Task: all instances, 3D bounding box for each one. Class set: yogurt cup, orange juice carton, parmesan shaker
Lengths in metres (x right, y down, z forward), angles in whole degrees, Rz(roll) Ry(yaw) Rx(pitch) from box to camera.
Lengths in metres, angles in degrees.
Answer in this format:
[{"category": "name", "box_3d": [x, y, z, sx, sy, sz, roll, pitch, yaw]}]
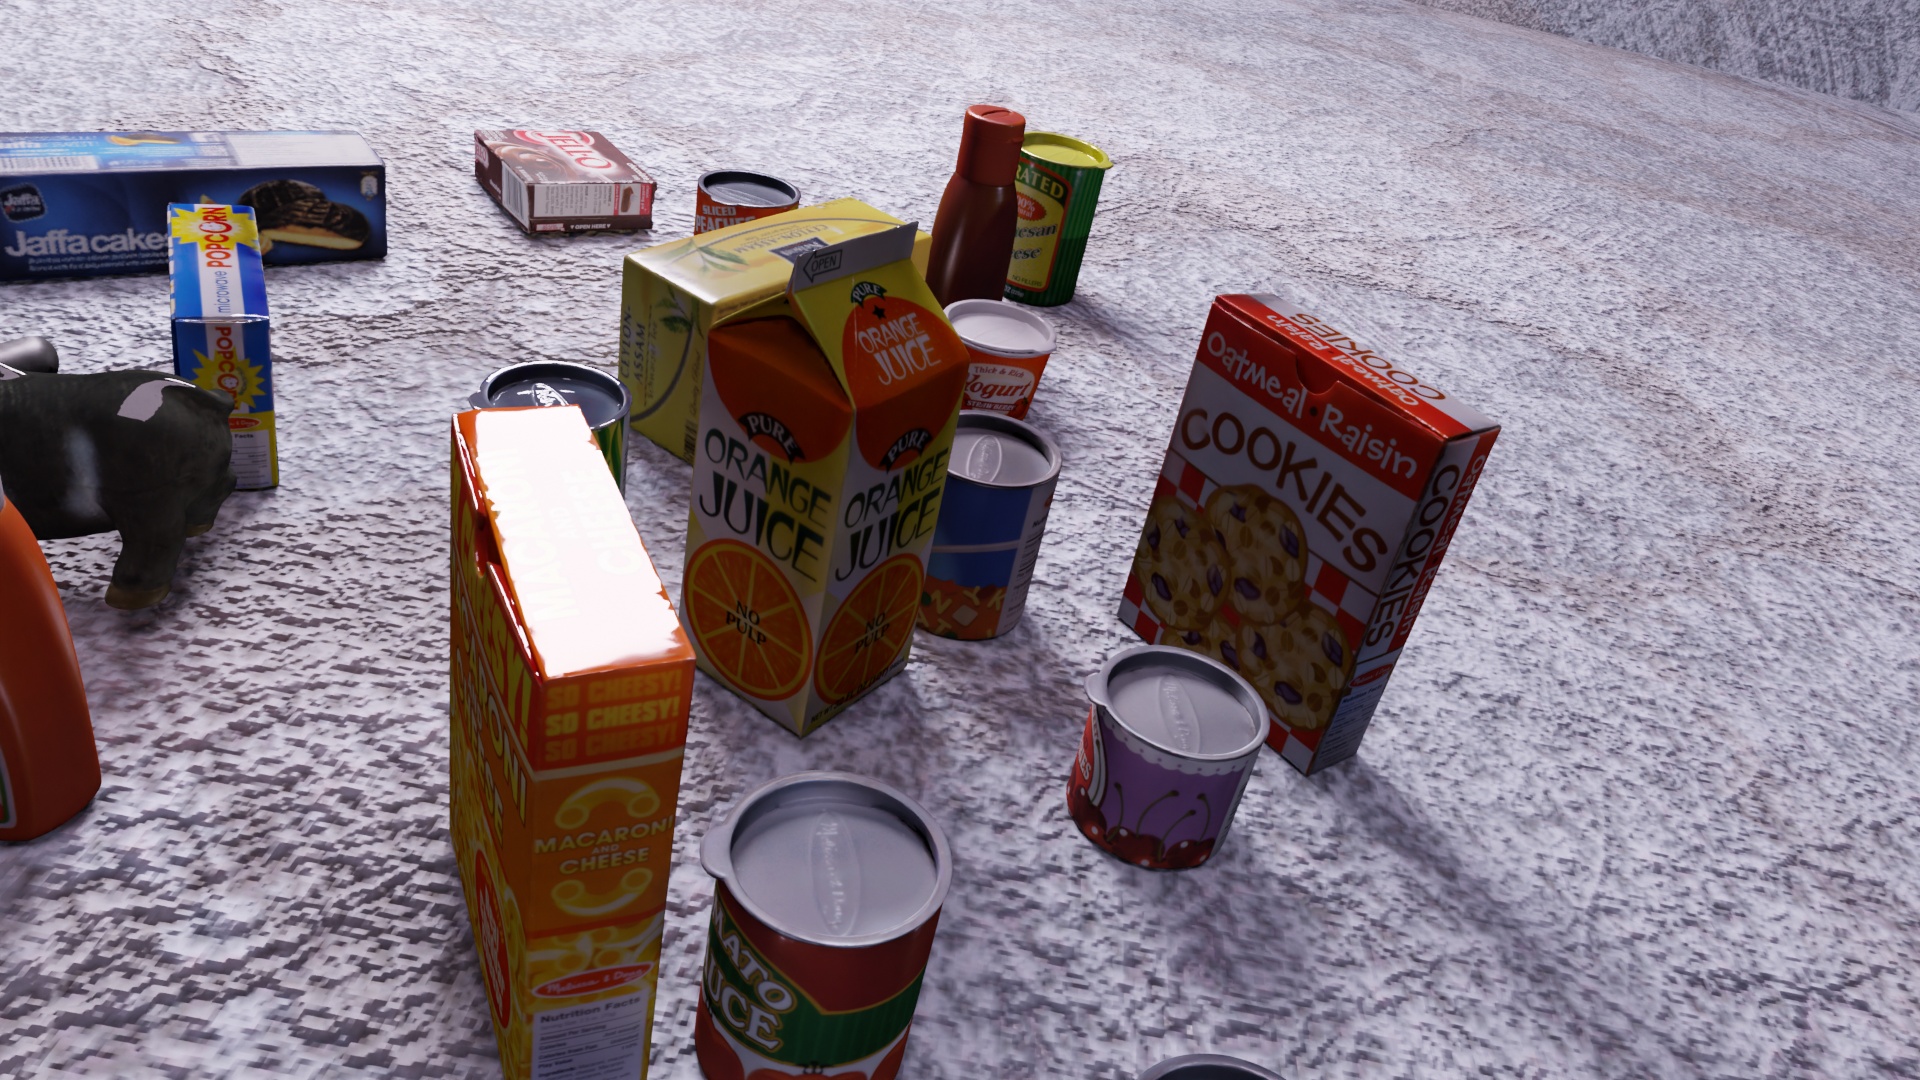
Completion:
[{"category": "yogurt cup", "box_3d": [0.017, -0.102, 0.806, 0.072, 0.053, 0.073, 9, 32, -6]}, {"category": "orange juice carton", "box_3d": [-0.053, -0.028, 0.536, 0.073, 0.191, 0.072, 29, 36, 25]}, {"category": "parmesan shaker", "box_3d": [0.060, -0.220, 0.959, 0.071, 0.102, 0.072, 9, 32, -6]}]

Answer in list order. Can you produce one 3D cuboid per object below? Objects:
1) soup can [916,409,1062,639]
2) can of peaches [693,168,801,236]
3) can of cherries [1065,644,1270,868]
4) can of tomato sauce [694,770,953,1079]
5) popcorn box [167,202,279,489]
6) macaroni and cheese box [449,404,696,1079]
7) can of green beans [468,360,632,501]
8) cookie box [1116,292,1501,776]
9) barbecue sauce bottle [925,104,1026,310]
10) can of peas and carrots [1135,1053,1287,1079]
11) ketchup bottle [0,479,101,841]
[{"category": "soup can", "box_3d": [0.002, -0.008, 0.627, 0.071, 0.083, 0.072, 9, 32, -6]}, {"category": "can of peaches", "box_3d": [-0.141, -0.202, 0.902, 0.071, 0.057, 0.071, 9, 32, -6]}, {"category": "can of cherries", "box_3d": [0.076, 0.082, 0.536, 0.071, 0.058, 0.072, 9, 32, -6]}, {"category": "can of tomato sauce", "box_3d": [-0.044, 0.121, 0.410, 0.071, 0.082, 0.071, 9, 32, -6]}, {"category": "popcorn box", "box_3d": [-0.338, -0.091, 0.636, 0.038, 0.084, 0.127, -6, 36, -27]}, {"category": "macaroni and cheese box", "box_3d": [-0.118, 0.063, 0.397, 0.040, 0.165, 0.124, -6, 36, -27]}, {"category": "can of green beans", "box_3d": [-0.187, -0.042, 0.638, 0.071, 0.057, 0.071, 9, 32, -6]}, {"category": "cookie box", "box_3d": [0.138, -0.004, 0.590, 0.040, 0.166, 0.123, -14, 41, -36]}, {"category": "barbecue sauce bottle", "box_3d": [0.008, -0.187, 0.847, 0.044, 0.147, 0.065, 30, 36, 25]}, {"category": "can of peas and carrots", "box_3d": [0.067, 0.186, 0.372, 0.071, 0.058, 0.071, 9, 32, -6]}, {"category": "ketchup bottle", "box_3d": [-0.301, 0.021, 0.416, 0.065, 0.148, 0.044, 18, 32, 8]}]
